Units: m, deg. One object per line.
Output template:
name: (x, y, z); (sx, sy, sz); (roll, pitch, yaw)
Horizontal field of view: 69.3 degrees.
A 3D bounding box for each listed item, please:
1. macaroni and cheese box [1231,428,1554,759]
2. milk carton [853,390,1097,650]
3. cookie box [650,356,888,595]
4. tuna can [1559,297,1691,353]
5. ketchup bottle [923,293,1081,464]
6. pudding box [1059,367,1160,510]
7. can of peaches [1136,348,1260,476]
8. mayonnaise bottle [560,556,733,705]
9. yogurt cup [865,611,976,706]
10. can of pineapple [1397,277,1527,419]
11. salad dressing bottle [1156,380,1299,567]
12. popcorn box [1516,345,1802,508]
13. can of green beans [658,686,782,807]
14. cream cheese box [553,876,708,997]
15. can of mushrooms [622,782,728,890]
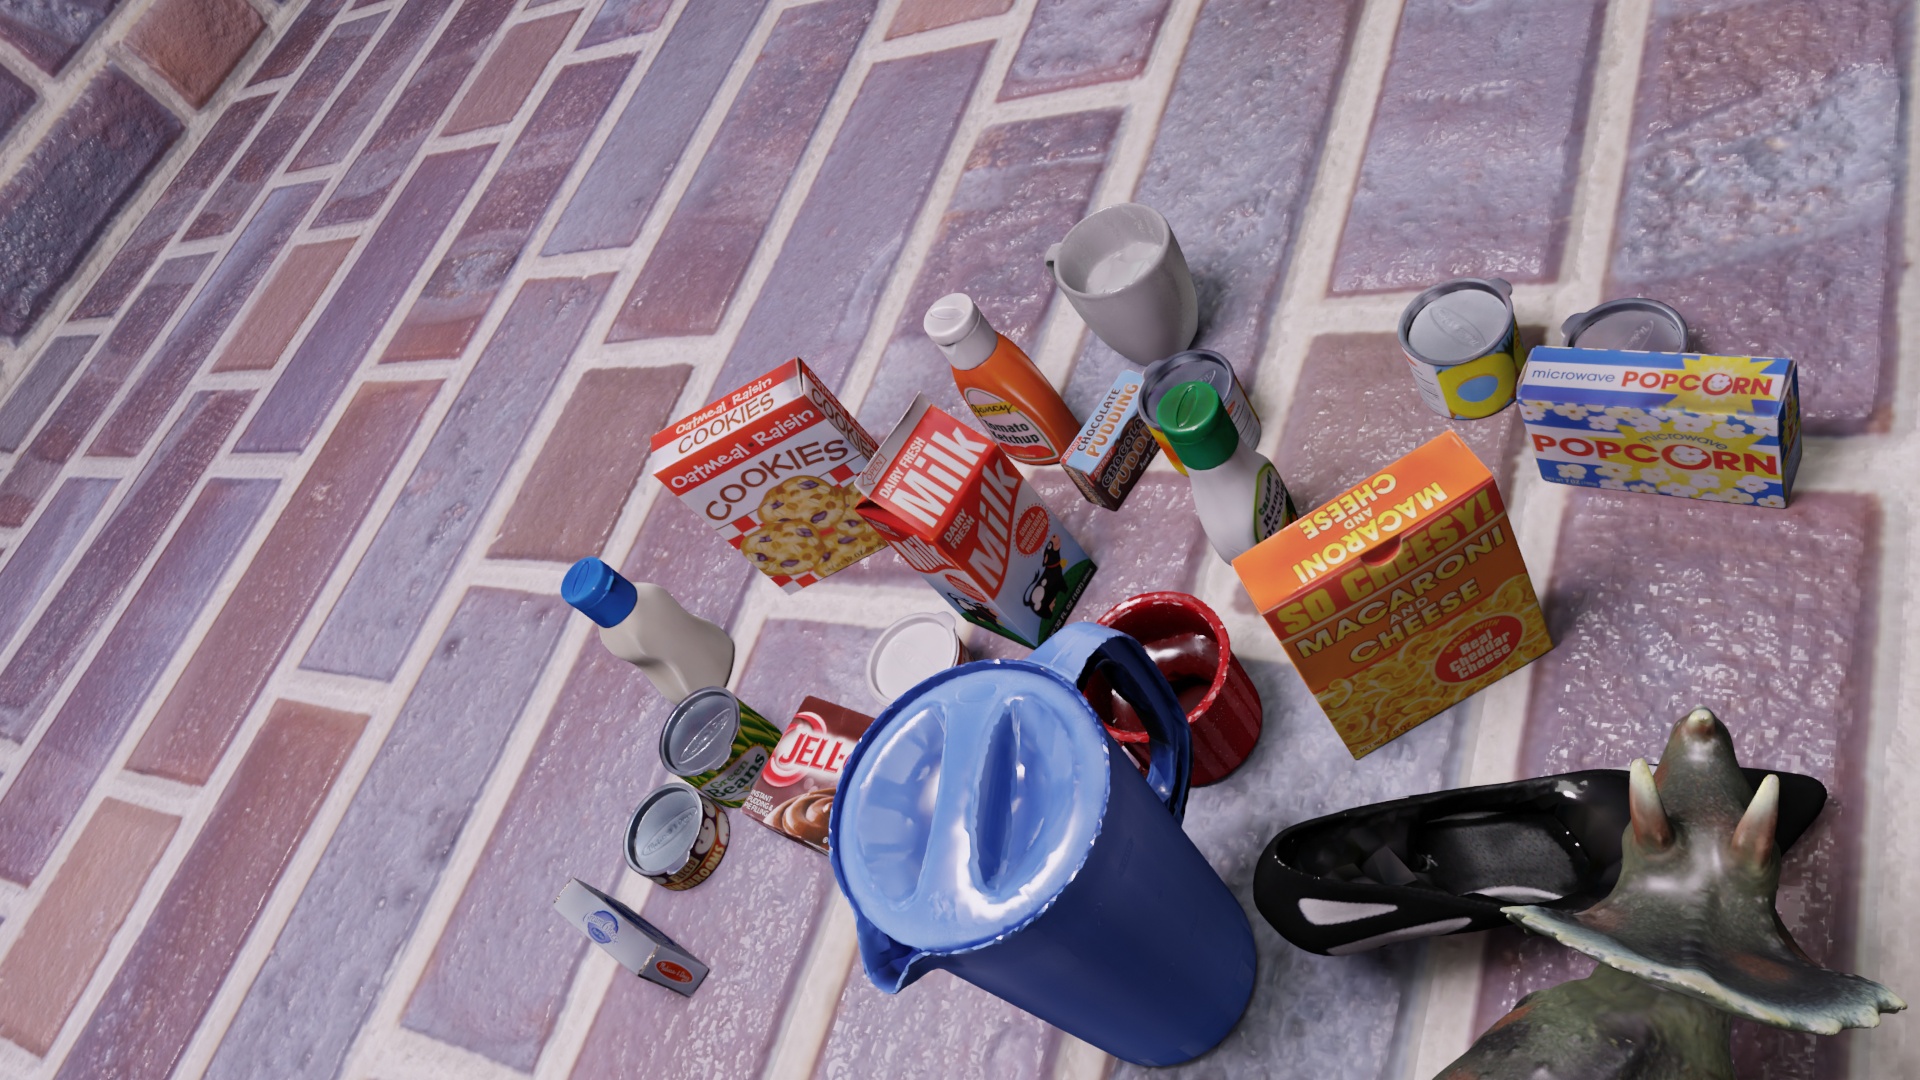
macaroni and cheese box: (0.224, 0.034, 0.705); (0.123, 0.166, 0.040); (-32, 46, 9)
milk carton: (0.003, -0.011, 0.864); (0.073, 0.190, 0.072); (20, 71, 41)
cookie box: (-0.119, -0.041, 0.982); (0.123, 0.167, 0.040); (-26, 48, 14)
tuna can: (0.381, -0.105, 0.799); (0.071, 0.032, 0.071); (-17, 50, 22)
ketchup bottle: (0.026, -0.109, 0.951); (0.065, 0.148, 0.044); (8, 63, 37)
pudding box: (0.108, -0.068, 0.937); (0.030, 0.049, 0.084); (25, 73, 42)
can of peaches: (0.156, -0.083, 0.911); (0.071, 0.058, 0.071); (-17, 50, 22)
mayonnaise bottle: (-0.220, 0.063, 0.984); (0.041, 0.147, 0.065); (-7, 55, 29)
yogurt cup: (-0.020, 0.088, 0.902); (0.072, 0.053, 0.073); (-17, 50, 22)
can of pineapple: (0.306, -0.116, 0.839); (0.071, 0.057, 0.071); (-17, 50, 22)
salad dressing bottle: (0.157, -0.035, 0.813); (0.044, 0.147, 0.064); (3, 60, 35)
popcorn box: (0.370, -0.061, 0.738); (0.127, 0.085, 0.038); (10, 64, 37)
can of green beans: (-0.162, 0.142, 0.951); (0.071, 0.057, 0.071); (-17, 50, 22)
cream cheese box: (-0.215, 0.258, 0.903); (0.104, 0.053, 0.024); (20, 71, 41)
can of mushrooms: (-0.192, 0.203, 0.942); (0.071, 0.033, 0.071); (-17, 50, 22)
